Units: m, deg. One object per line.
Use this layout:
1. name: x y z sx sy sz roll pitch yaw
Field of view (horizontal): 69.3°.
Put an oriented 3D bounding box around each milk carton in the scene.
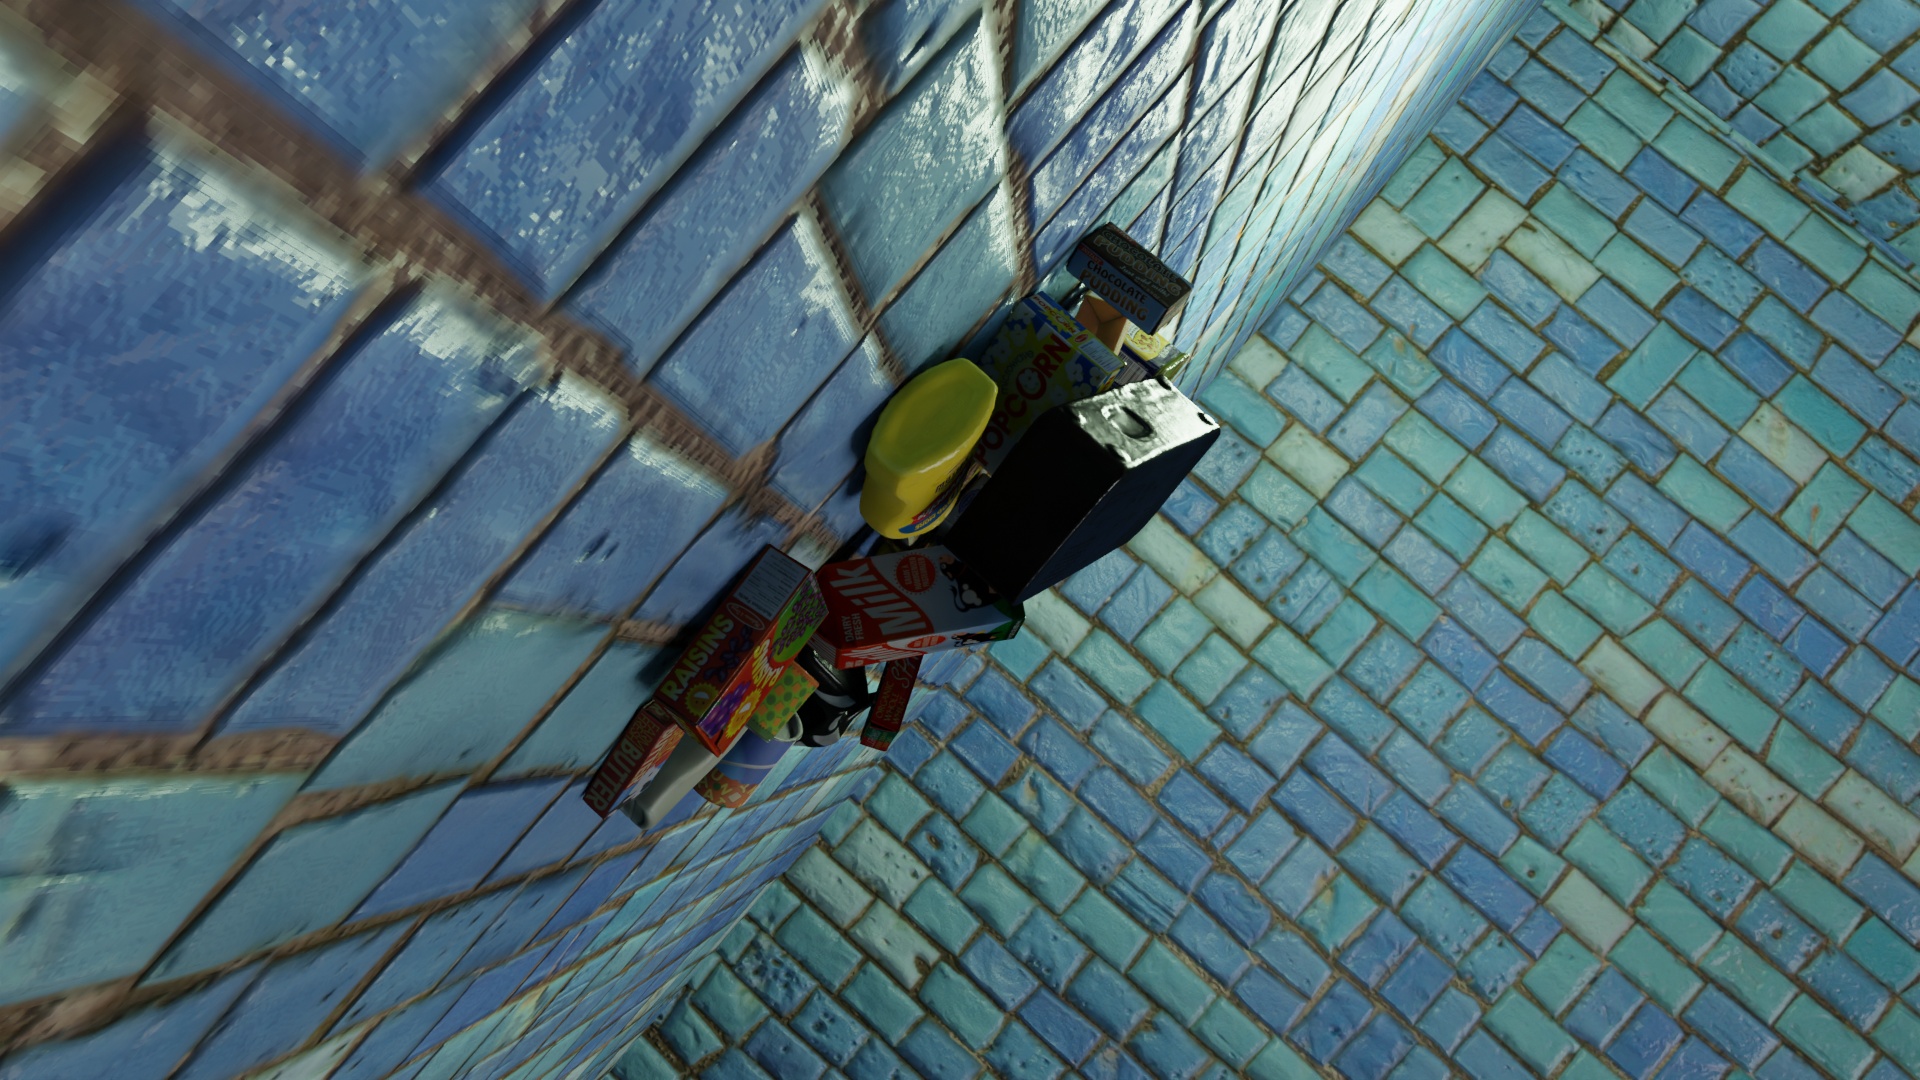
1. milk carton: -0.051 0.053 1.111 0.191 0.073 0.072 -9 163 -9

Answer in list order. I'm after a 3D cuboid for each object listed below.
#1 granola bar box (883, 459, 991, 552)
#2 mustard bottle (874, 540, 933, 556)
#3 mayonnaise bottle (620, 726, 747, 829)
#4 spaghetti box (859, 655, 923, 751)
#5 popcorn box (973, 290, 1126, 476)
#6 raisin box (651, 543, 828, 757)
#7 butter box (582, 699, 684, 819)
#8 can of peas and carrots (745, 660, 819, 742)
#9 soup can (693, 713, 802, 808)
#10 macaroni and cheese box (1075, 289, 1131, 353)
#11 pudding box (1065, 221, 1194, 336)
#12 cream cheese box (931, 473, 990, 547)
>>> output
1. granola bar box: 0.000 -0.063 1.132 0.166 0.039 0.124 -48 173 -9
2. mustard bottle: -0.066 0.044 1.255 0.066 0.049 0.159 -48 175 -41
3. mayonnaise bottle: -0.200 0.155 1.069 0.149 0.041 0.064 -46 174 -31
4. spaghetti box: -0.041 0.078 1.299 0.050 0.029 0.251 119 -9 -57
5. popcorn box: 0.050 -0.106 1.021 0.126 0.085 0.038 -53 168 32
6. raisin box: -0.140 0.073 0.904 0.124 0.040 0.085 -54 167 -17
7. butter box: -0.218 0.144 0.961 0.103 0.024 0.053 -53 172 29
8. can of peas and carrots: -0.146 0.107 1.028 0.059 0.071 0.071 -49 173 -8
9. soup can: -0.184 0.170 1.152 0.083 0.071 0.071 -51 173 18
10. macaroni and cheese box: 0.104 -0.146 1.129 0.167 0.040 0.123 -56 168 -71
11. pudding box: 0.126 -0.194 1.029 0.050 0.084 0.030 -41 168 -45
12. cream cheese box: 0.004 -0.014 1.149 0.053 0.024 0.103 -48 174 -19
